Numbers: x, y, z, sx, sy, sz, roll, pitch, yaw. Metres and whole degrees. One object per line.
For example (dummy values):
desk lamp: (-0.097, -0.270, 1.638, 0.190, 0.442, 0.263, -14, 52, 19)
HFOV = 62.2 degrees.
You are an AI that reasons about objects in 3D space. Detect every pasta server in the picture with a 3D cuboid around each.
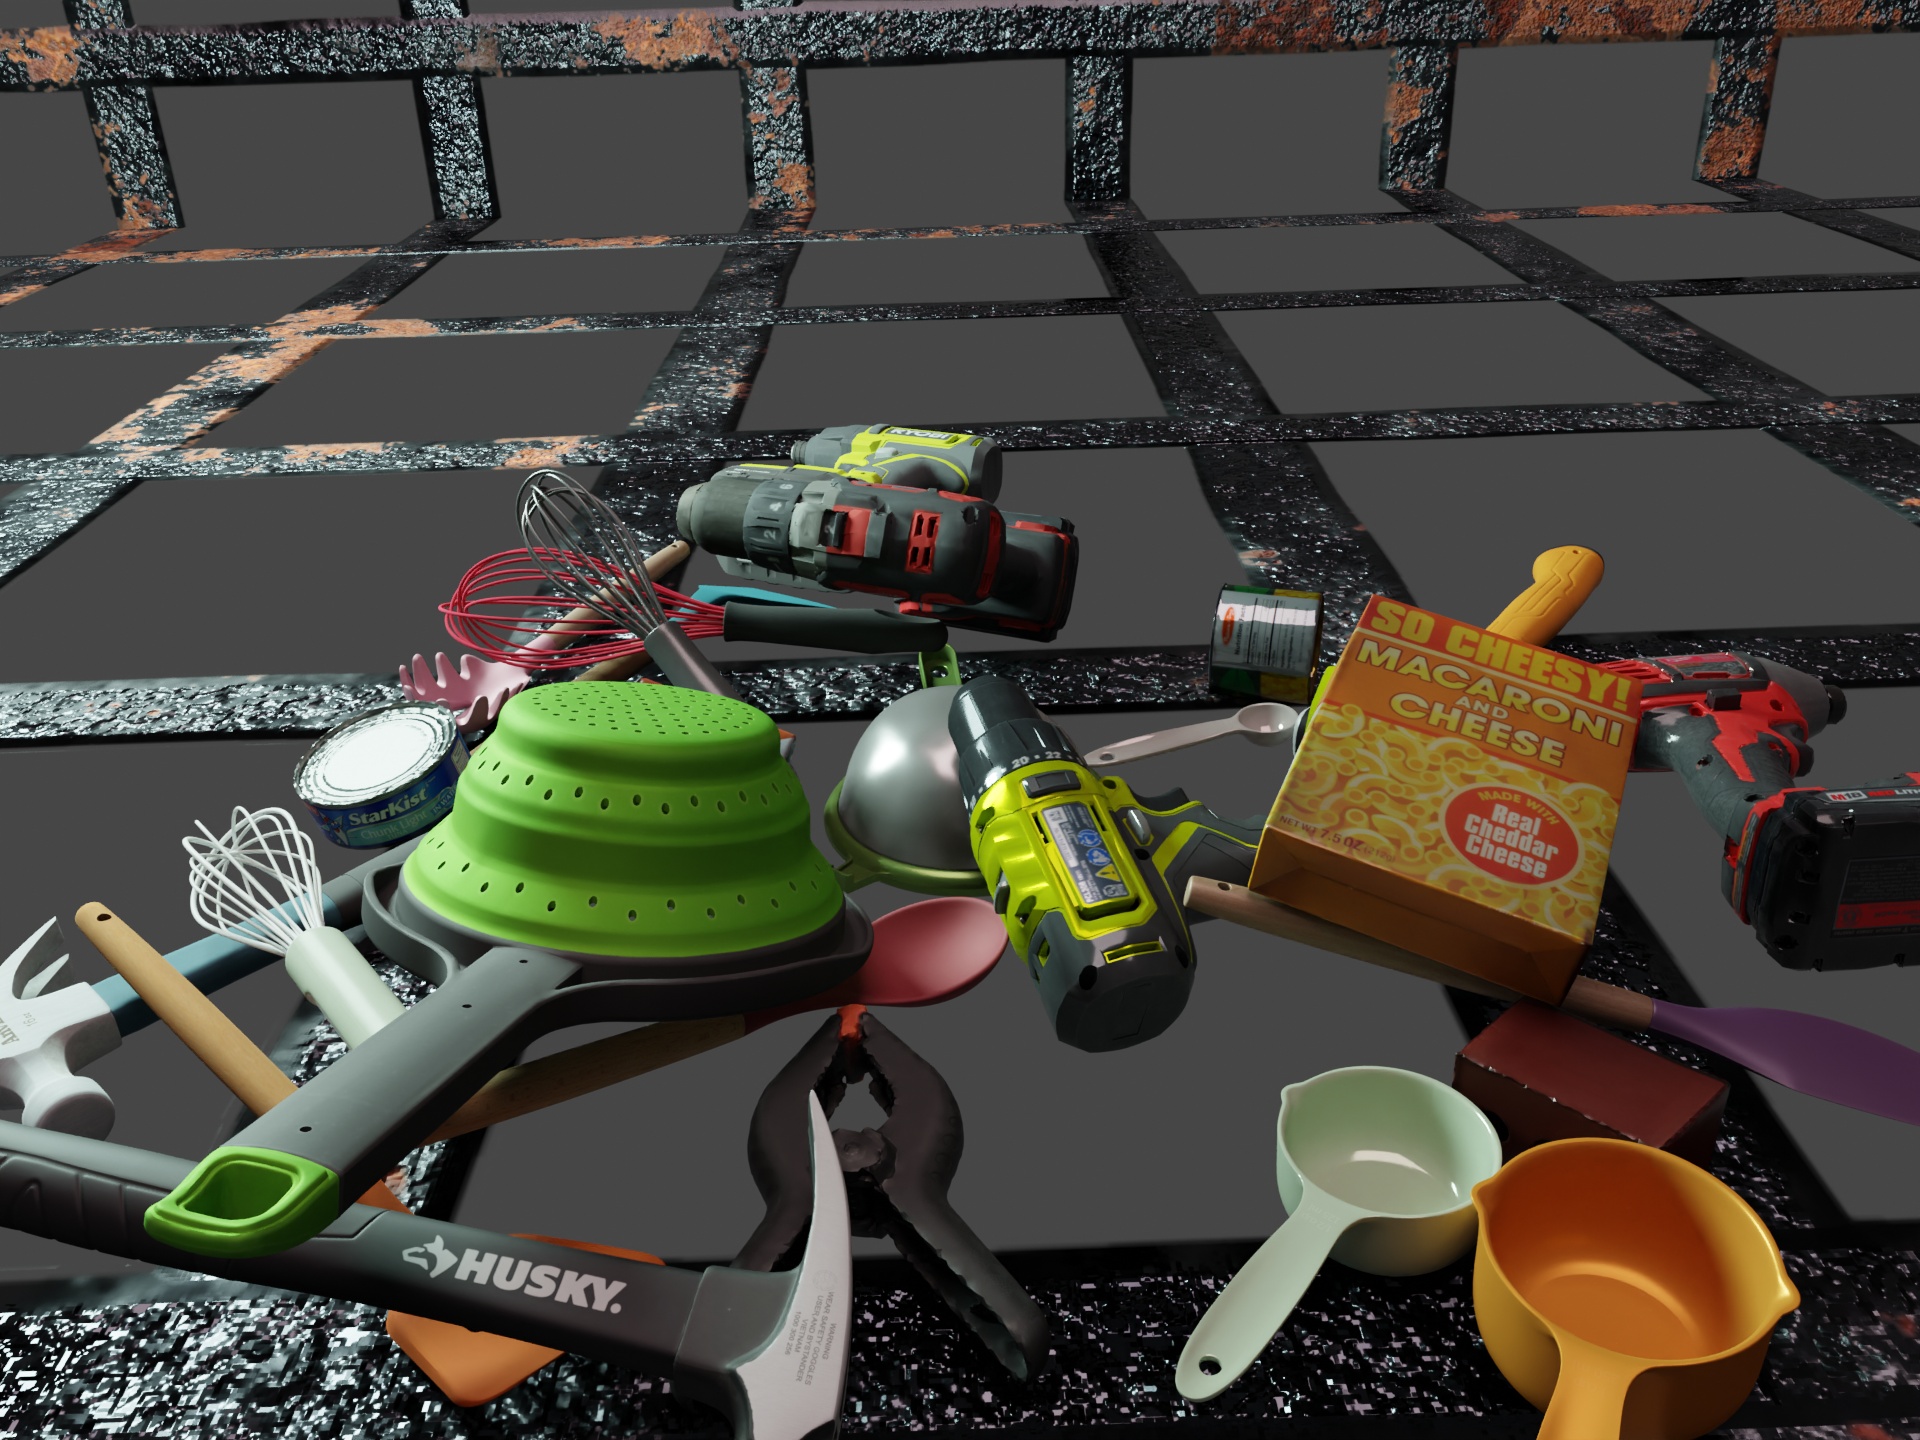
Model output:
pasta server: (-0.252, -0.065, 1.027, 0.060, 0.040, 0.316, 19, 30, 11)

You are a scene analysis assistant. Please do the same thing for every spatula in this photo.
spatula: (-0.196, -0.028, 0.969, 0.082, 0.044, 0.317, 15, 36, 29)
spatula: (-0.243, 0.142, 0.587, 0.323, 0.041, 0.081, 29, 33, 29)
spatula: (0.242, 0.107, 0.622, 0.316, 0.018, 0.060, 15, 28, 2)

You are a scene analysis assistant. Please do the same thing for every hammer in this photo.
hammer: (-0.282, 0.084, 0.744, 0.128, 0.033, 0.331, 23, 36, 37)
hammer: (0.325, -0.038, 0.943, 0.127, 0.034, 0.337, 16, 32, 32)
hammer: (-0.194, 0.157, 0.492, 0.335, 0.035, 0.146, 11, 44, 5)

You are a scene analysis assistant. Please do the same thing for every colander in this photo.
colander: (-0.146, 0.055, 0.565, 0.204, 0.094, 0.397, 9, 12, 8)

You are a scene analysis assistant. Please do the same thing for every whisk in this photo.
whisk: (-0.258, 0.090, 0.630, 0.246, 0.057, 0.059, 25, 73, 48)
whisk: (-0.163, -0.043, 0.858, 0.055, 0.055, 0.239, -29, 73, -42)
whisk: (-0.154, -0.059, 0.922, 0.296, 0.073, 0.073, 4, 27, 1)

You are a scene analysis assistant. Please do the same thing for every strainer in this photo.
strainer: (-0.001, -0.003, 0.854, 0.151, 0.069, 0.257, -4, 29, -5)

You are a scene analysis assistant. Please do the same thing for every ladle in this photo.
ladle: (-0.109, 0.124, 0.620, 0.315, 0.031, 0.069, -12, 22, -36)

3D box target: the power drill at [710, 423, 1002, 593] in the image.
power drill: (-0.086, -0.170, 1.185, 0.171, 0.080, 0.223, 10, 26, 20)

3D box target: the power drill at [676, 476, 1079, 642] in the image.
power drill: (-0.040, -0.101, 0.937, 0.188, 0.080, 0.226, 10, 3, 21)

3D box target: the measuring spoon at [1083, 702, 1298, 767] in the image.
measuring spoon: (0.127, 0.015, 0.880, 0.124, 0.018, 0.034, -13, 28, -6)

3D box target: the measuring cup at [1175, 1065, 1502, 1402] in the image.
measuring cup: (0.121, 0.179, 0.532, 0.083, 0.038, 0.167, 20, 37, 36)

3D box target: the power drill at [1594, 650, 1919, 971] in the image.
power drill: (0.402, 0.028, 0.770, 0.143, 0.078, 0.220, -3, 24, -3)

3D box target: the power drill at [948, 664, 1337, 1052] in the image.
power drill: (0.115, 0.039, 0.719, 0.228, 0.080, 0.191, -10, 47, -16)

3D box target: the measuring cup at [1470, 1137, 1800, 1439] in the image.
measuring cup: (0.186, 0.202, 0.470, 0.095, 0.052, 0.174, 13, 37, 27)
